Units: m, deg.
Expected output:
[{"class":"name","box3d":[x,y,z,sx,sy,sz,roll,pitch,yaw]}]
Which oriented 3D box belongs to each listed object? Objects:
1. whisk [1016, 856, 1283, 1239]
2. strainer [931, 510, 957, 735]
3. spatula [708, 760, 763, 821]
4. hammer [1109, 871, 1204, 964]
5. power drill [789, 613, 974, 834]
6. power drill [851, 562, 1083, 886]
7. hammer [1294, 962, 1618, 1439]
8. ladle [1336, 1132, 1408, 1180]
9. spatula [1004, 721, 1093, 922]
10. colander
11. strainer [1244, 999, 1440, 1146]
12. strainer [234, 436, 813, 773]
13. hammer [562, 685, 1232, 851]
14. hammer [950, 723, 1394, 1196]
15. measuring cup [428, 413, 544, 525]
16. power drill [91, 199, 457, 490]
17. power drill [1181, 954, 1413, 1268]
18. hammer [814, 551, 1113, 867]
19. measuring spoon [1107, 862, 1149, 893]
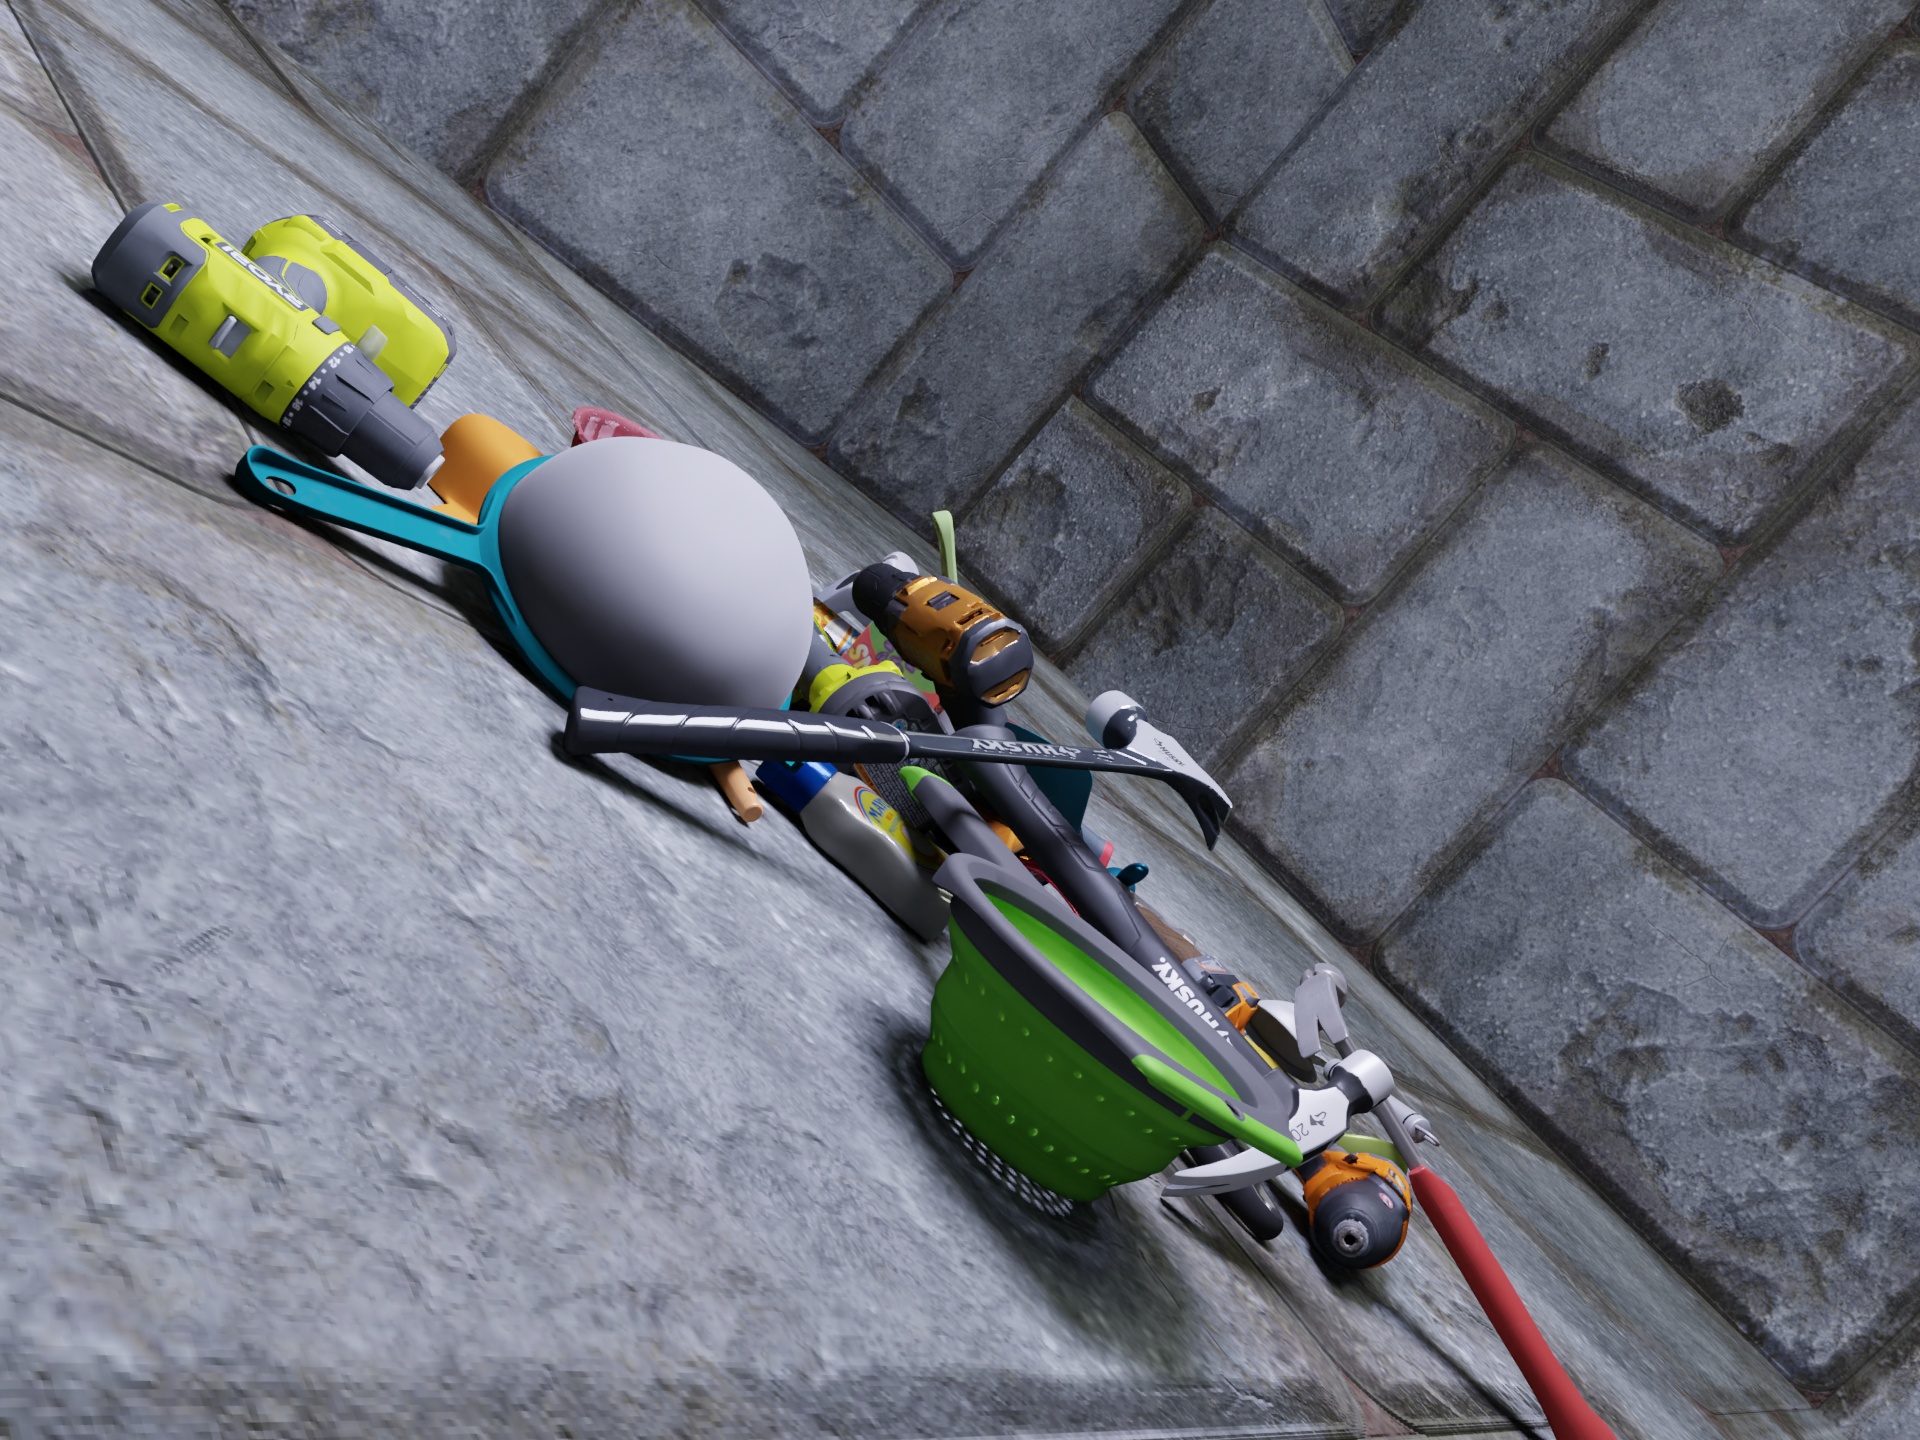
[{"class":"whisk","box3d":[0.105,0.201,1.008,0.296,0.073,0.073,52,11,23]},{"class":"strainer","box3d":[-0.029,-0.046,1.303,0.152,0.069,0.256,-121,-157,-60]},{"class":"spatula","box3d":[-0.179,-0.041,1.000,0.081,0.041,0.323,29,15,-41]},{"class":"hammer","box3d":[0.177,0.190,1.371,0.130,0.031,0.331,38,0,-5]},{"class":"power drill","box3d":[-0.085,-0.012,1.111,0.223,0.080,0.171,46,-11,48]},{"class":"power drill","box3d":[-0.002,-0.004,1.145,0.185,0.084,0.226,34,-32,50]},{"class":"hammer","box3d":[0.316,0.327,1.015,0.359,0.036,0.149,59,13,-1]},{"class":"ladle","box3d":[0.206,0.230,1.182,0.320,0.062,0.078,50,-33,11]},{"class":"spatula","box3d":[0.096,0.122,1.127,0.082,0.044,0.317,31,-19,40]},{"class":"colander","box3d":[0.021,0.133,0.837,0.204,0.094,0.397,35,5,-29]},{"class":"strainer","box3d":[0.285,0.265,1.215,0.086,0.050,0.259,58,-11,-22]},{"class":"strainer","box3d":[-0.197,-0.101,0.844,0.340,0.095,0.211,18,45,-45]},{"class":"hammer","box3d":[-0.023,0.017,0.879,0.408,0.036,0.149,5,26,-35]},{"class":"hammer","box3d":[0.094,0.128,0.951,0.335,0.146,0.035,51,-27,25]},{"class":"measuring cup","box3d":[-0.293,-0.148,0.985,0.095,0.052,0.174,40,6,-13]},{"class":"power drill","box3d":[-0.371,-0.219,0.927,0.190,0.080,0.229,39,11,-17]},{"class":"power drill","box3d":[0.209,0.266,1.065,0.227,0.084,0.164,48,9,16]},{"class":"hammer","box3d":[0.006,0.018,1.478,0.386,0.143,0.038,49,37,-22]},{"class":"measuring spoon","box3d":[0.161,0.144,1.521,0.042,0.021,0.128,26,-19,-1]}]
